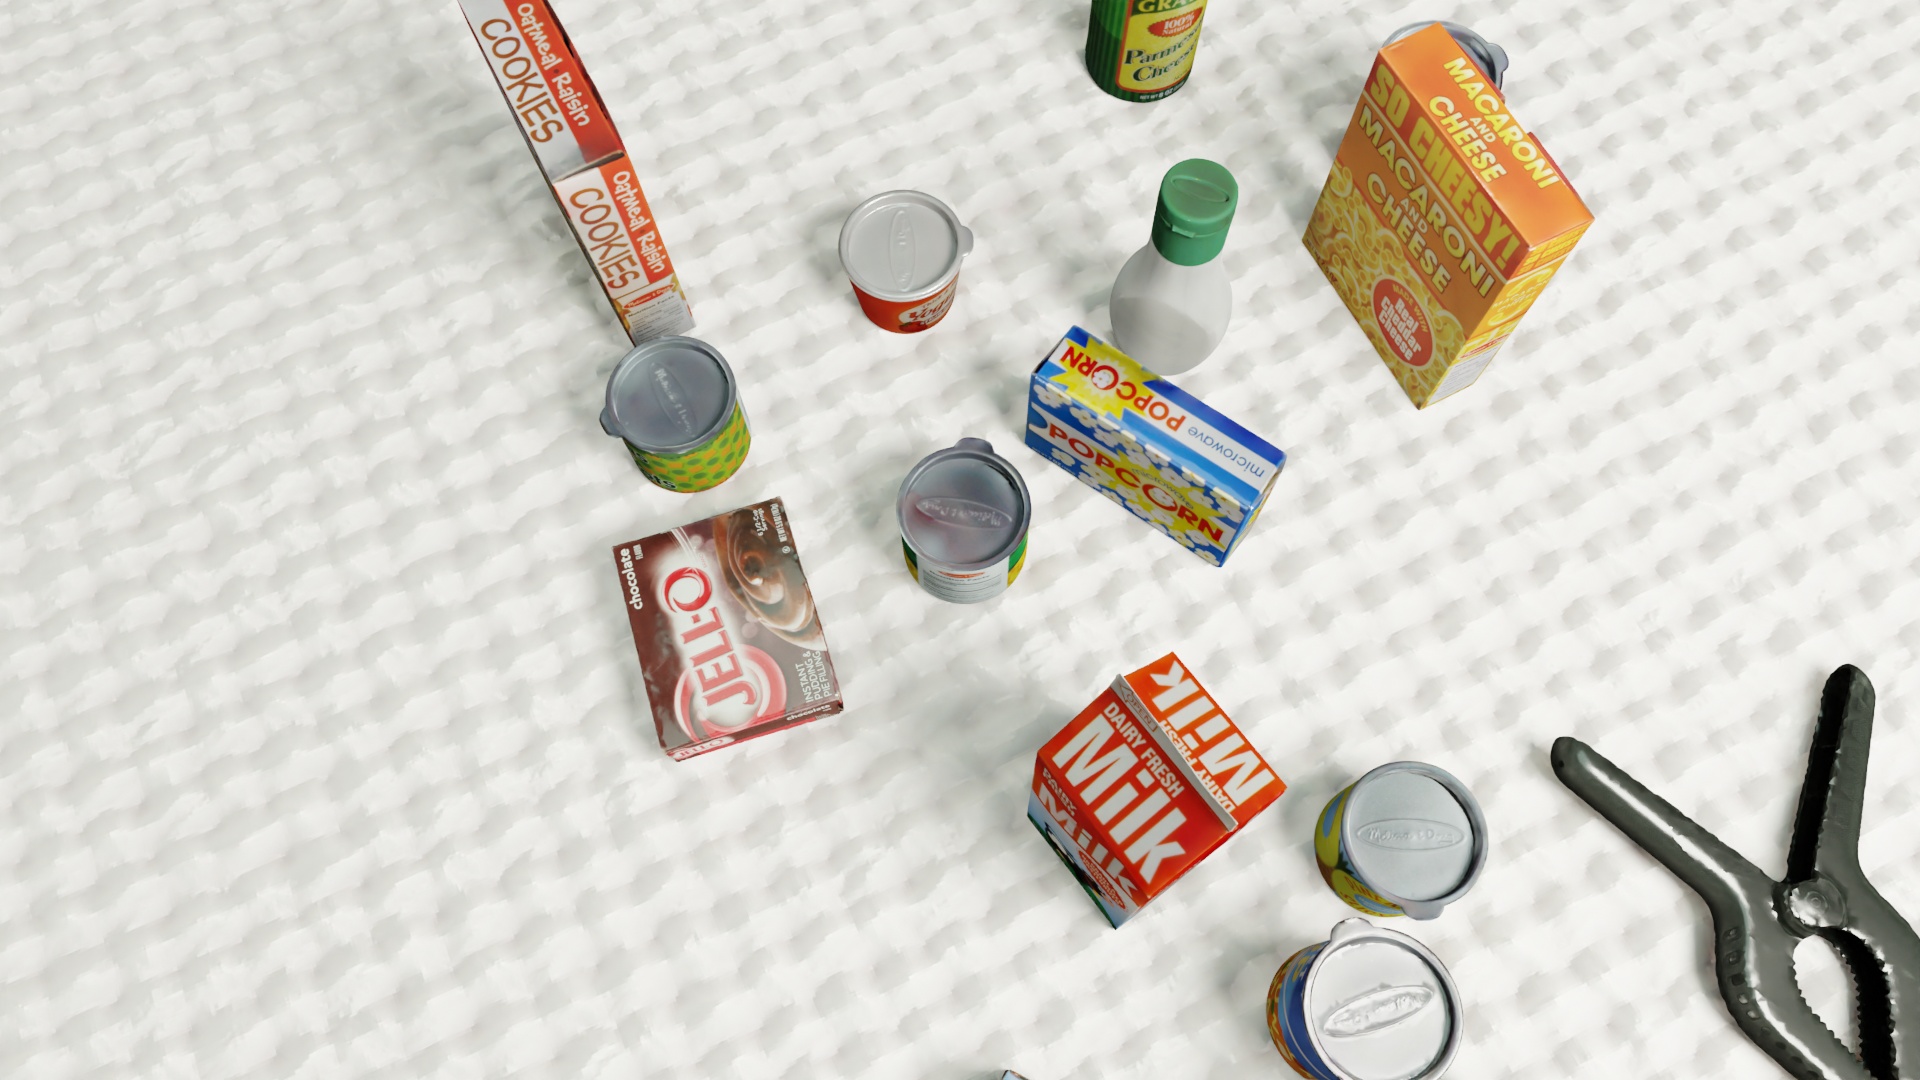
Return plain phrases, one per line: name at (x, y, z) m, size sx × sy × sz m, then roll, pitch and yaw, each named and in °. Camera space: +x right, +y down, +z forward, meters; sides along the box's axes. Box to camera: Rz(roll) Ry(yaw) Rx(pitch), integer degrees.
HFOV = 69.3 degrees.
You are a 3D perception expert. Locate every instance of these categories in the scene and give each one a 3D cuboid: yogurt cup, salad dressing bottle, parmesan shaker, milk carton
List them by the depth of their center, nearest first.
milk carton at (0.079, 0.108, 0.592) m, size 0.073 × 0.190 × 0.072 m, roll -35°, pitch 74°, yaw -11°
salad dressing bottle at (0.111, -0.136, 0.705) m, size 0.064 × 0.147 × 0.044 m, roll 23°, pitch 72°, yaw 9°
yogurt cup at (-0.031, -0.149, 0.761) m, size 0.072 × 0.053 × 0.072 m, roll 0°, pitch 70°, yaw 0°
parmesan shaker at (0.110, -0.308, 0.793) m, size 0.071 × 0.102 × 0.071 m, roll 0°, pitch 70°, yaw 1°

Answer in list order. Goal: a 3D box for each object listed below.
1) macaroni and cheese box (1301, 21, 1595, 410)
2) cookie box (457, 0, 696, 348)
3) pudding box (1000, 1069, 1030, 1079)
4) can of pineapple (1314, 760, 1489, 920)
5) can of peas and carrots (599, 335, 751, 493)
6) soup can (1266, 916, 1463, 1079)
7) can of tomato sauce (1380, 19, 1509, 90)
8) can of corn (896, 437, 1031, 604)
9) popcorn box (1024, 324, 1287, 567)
macaroni and cheese box at (0.238, -0.157, 0.702) m, size 0.040 × 0.166 × 0.124 m, roll -26°, pitch 72°, yaw -8°
cookie box at (-0.193, -0.189, 0.716) m, size 0.040 × 0.167 × 0.123 m, roll -27°, pitch 72°, yaw -9°
pudding box at (0.015, 0.276, 0.604) m, size 0.030 × 0.049 × 0.084 m, roll 25°, pitch 72°, yaw 9°
can of pineapple at (0.203, 0.142, 0.648) m, size 0.071 × 0.057 × 0.071 m, roll 0°, pitch 70°, yaw 0°
can of peas and carrots at (-0.148, -0.063, 0.727) m, size 0.071 × 0.058 × 0.071 m, roll 0°, pitch 70°, yaw 0°
soup can at (0.174, 0.205, 0.611) m, size 0.071 × 0.083 × 0.071 m, roll 0°, pitch 70°, yaw 0°
can of tomato sauce at (0.257, -0.237, 0.776) m, size 0.071 × 0.083 × 0.071 m, roll 0°, pitch 70°, yaw 0°
can of corn at (0.003, -0.009, 0.706) m, size 0.071 × 0.058 × 0.071 m, roll 0°, pitch 70°, yaw 0°
popcorn box at (0.096, -0.046, 0.705) m, size 0.127 × 0.085 × 0.038 m, roll 34°, pitch 74°, yaw 12°
